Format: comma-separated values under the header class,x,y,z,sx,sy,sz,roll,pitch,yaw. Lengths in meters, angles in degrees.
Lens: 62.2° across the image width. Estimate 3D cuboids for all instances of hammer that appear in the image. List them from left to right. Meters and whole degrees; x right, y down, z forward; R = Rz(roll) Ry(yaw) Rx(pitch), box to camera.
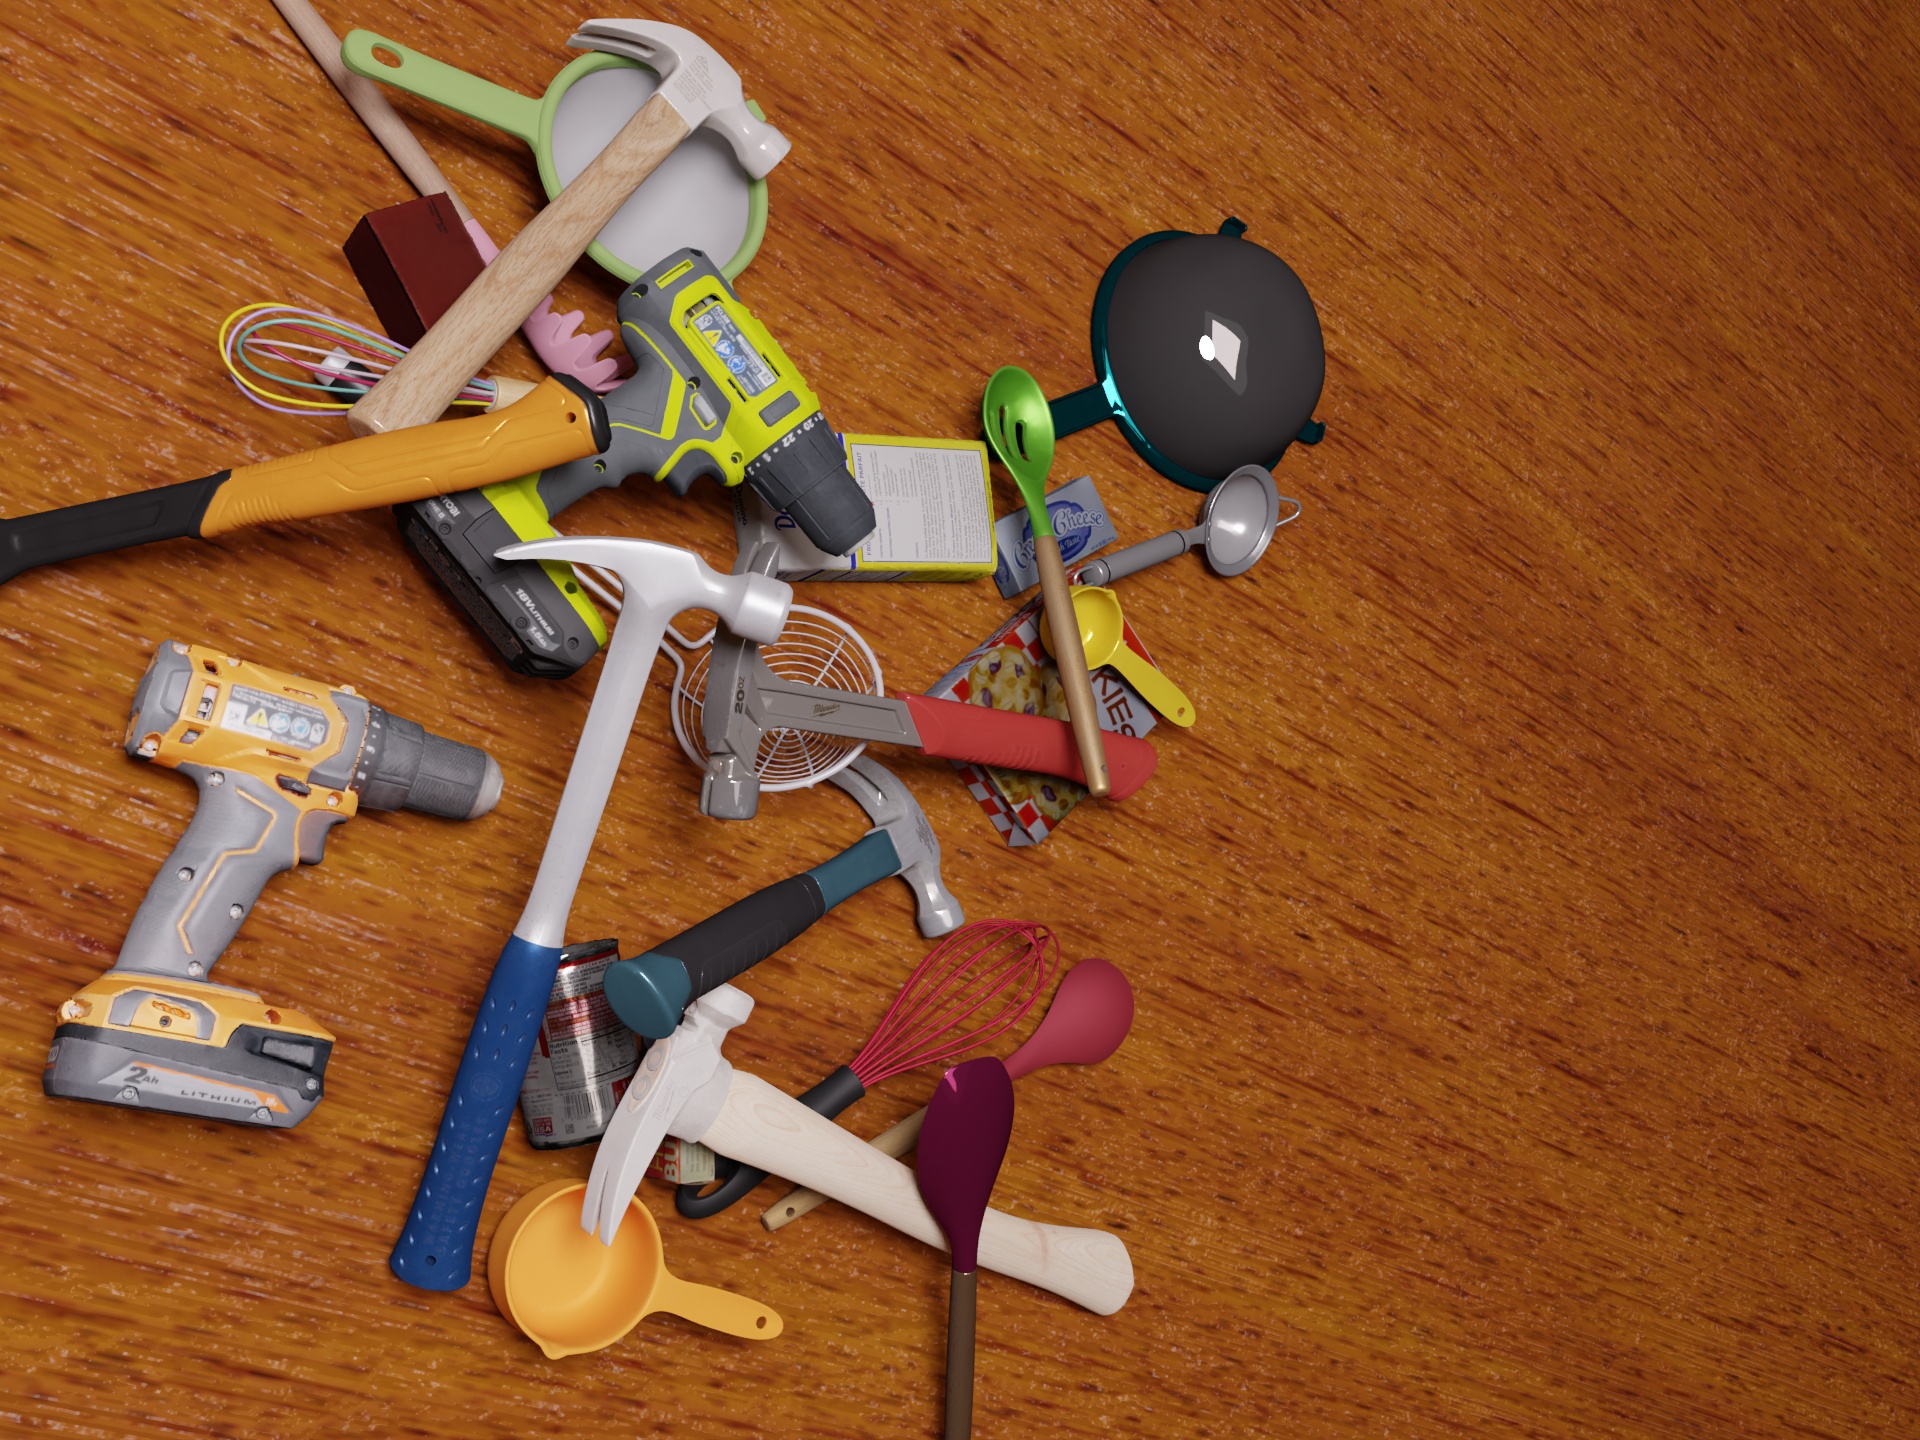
class,x,y,z,sx,sy,sz,roll,pitch,yaw
hammer,-0.334,-0.102,0.768,0.337,0.034,0.127,-14,91,-3
hammer,-0.218,0.099,0.811,0.144,0.035,0.405,18,97,-13
hammer,-0.223,-0.268,0.875,0.130,0.031,0.331,44,59,-24
hammer,-0.091,0.104,0.896,0.331,0.033,0.128,-25,93,-65
hammer,-0.036,0.296,0.953,0.410,0.038,0.146,36,73,-35
hammer,-0.002,-0.003,0.964,0.358,0.037,0.149,9,90,-45

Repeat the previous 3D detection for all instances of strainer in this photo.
class,x,y,z,sx,sy,sz,roll,pitch,yaw
strainer,-0.240,-0.333,0.938,0.256,0.069,0.151,13,75,-34
strainer,0.163,-0.262,1.178,0.340,0.095,0.211,-28,98,-34
strainer,0.162,-0.135,1.170,0.258,0.050,0.086,-24,123,-43

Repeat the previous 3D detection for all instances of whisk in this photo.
class,x,y,z,sx,sy,sz,roll,pitch,yaw
whisk,-0.278,-0.187,0.873,0.244,0.051,0.047,2,48,-43
whisk,-0.052,0.211,0.986,0.296,0.073,0.073,-33,101,-27

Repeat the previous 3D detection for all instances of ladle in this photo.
class,x,y,z,sx,sy,sz,roll,pitch,yaw
ladle,0.004,0.244,1.036,0.315,0.031,0.069,-26,97,-32

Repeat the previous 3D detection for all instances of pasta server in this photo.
class,x,y,z,sx,sy,sz,roll,pitch,yaw
pasta server,-0.299,-0.314,0.920,0.040,0.060,0.316,-35,102,10

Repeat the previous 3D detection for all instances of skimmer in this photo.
class,x,y,z,sx,sy,sz,roll,pitch,yaw
skimmer,-0.204,-0.092,0.914,0.363,0.090,0.127,40,66,-21

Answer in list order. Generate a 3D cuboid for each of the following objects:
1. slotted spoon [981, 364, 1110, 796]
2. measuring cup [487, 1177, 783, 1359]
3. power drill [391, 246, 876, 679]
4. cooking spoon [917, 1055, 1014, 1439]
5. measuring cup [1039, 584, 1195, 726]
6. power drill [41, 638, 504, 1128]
class,x,y,z,sx,sy,sz,roll,pitch,yaw
slotted spoon,0.058,-0.095,1.038,0.070,0.031,0.314,13,57,-42
measuring cup,-0.181,0.313,0.888,0.173,0.052,0.095,30,67,-28
power drill,-0.171,-0.125,0.876,0.228,0.080,0.190,-41,100,-22
cooking spoon,0.002,0.352,0.958,0.068,0.017,0.318,-7,106,-34
measuring cup,0.111,-0.039,1.104,0.156,0.029,0.062,38,80,-36
power drill,-0.341,0.088,0.806,0.185,0.084,0.226,19,68,-31
